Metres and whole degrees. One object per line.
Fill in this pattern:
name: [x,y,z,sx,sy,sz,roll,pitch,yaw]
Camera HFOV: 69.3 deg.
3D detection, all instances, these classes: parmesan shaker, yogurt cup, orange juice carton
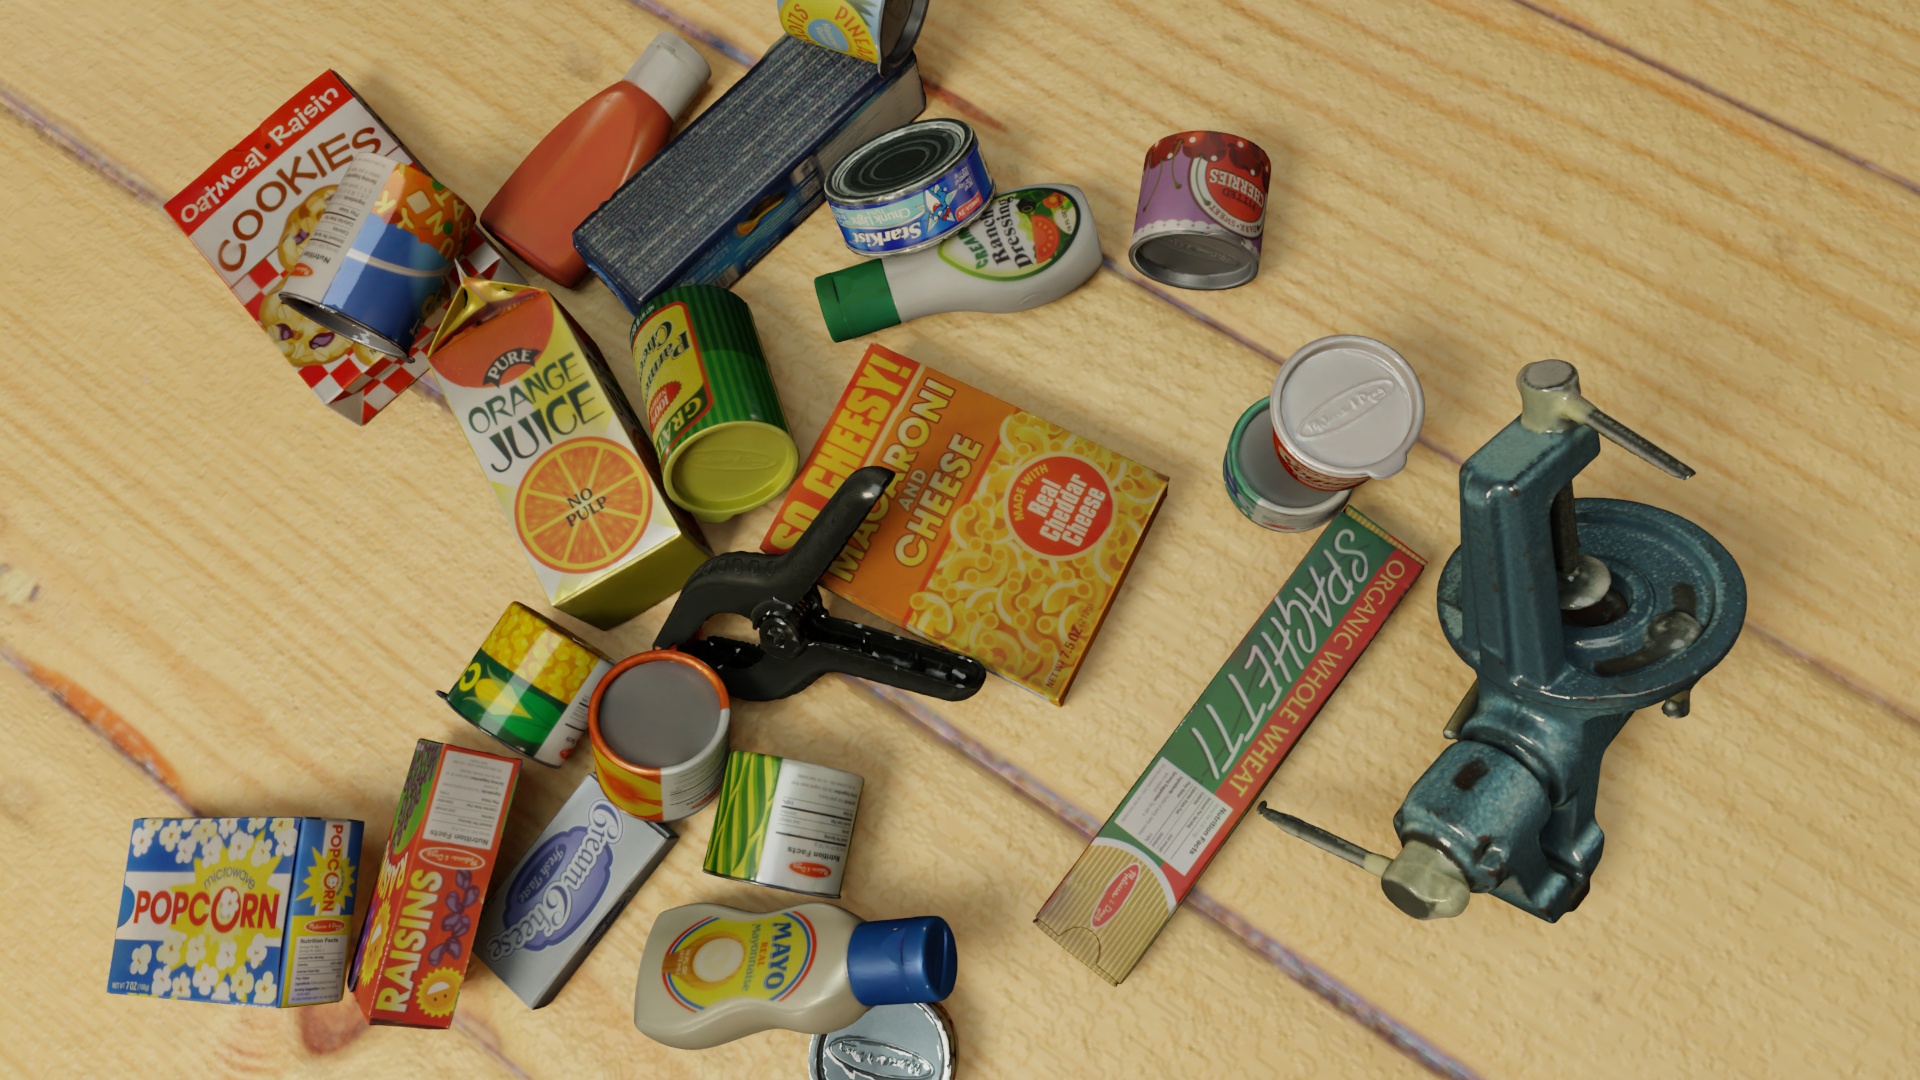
parmesan shaker: [-0.127,-0.070,0.699,0.071,0.071,0.103,-23,54,0]
yogurt cup: [0.176,-0.055,0.645,0.072,0.054,0.072,-1,76,6]
orange juice carton: [-0.207,-0.056,0.715,0.073,0.071,0.193,-31,75,-2]

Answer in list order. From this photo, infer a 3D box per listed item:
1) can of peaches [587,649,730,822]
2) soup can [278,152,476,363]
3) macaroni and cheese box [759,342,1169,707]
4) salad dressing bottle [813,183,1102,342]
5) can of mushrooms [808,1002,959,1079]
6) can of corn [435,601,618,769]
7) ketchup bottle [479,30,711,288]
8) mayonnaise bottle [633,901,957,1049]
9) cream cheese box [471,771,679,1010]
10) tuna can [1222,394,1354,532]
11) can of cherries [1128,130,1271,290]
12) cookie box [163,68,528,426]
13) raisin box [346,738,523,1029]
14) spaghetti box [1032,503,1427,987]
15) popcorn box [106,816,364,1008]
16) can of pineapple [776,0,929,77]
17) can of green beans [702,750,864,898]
can of peaches: [-0.145,0.093,0.667,0.071,0.057,0.071,5,57,-7]
soup can: [-0.295,-0.144,0.712,0.071,0.071,0.084,21,79,11]
macaroni and cheese box: [0.002,-0.009,0.696,0.166,0.040,0.124,26,81,11]
salad dressing bottle: [-0.002,-0.142,0.728,0.148,0.044,0.064,-18,69,2]
can of mushrooms: [-0.034,0.236,0.642,0.071,0.033,0.071,-2,76,7]
can of corn: [-0.212,0.069,0.686,0.071,0.071,0.058,30,81,13]
ketchup bottle: [-0.196,-0.214,0.769,0.065,0.043,0.149,34,82,13]
mayonnaise bottle: [-0.075,0.193,0.628,0.148,0.041,0.065,-12,51,22]
cream cheese box: [-0.192,0.170,0.681,0.053,0.024,0.104,36,82,13]
tuna can: [0.165,-0.042,0.690,0.071,0.032,0.071,-1,76,6]
can of cherries: [0.124,-0.168,0.707,0.071,0.071,0.058,9,77,9]
cookie box: [-0.344,-0.166,0.775,0.123,0.040,0.168,-42,75,-5]
raisin box: [-0.250,0.158,0.657,0.040,0.086,0.123,18,76,-27]
spaghetti box: [0.130,0.095,0.661,0.050,0.028,0.250,37,83,14]
popcorn box: [-0.349,0.177,0.669,0.126,0.038,0.085,-6,75,26]
can of pineapple: [-0.053,-0.275,0.695,0.058,0.071,0.071,21,79,10]
can of green beans: [-0.083,0.134,0.656,0.071,0.071,0.058,9,77,9]
